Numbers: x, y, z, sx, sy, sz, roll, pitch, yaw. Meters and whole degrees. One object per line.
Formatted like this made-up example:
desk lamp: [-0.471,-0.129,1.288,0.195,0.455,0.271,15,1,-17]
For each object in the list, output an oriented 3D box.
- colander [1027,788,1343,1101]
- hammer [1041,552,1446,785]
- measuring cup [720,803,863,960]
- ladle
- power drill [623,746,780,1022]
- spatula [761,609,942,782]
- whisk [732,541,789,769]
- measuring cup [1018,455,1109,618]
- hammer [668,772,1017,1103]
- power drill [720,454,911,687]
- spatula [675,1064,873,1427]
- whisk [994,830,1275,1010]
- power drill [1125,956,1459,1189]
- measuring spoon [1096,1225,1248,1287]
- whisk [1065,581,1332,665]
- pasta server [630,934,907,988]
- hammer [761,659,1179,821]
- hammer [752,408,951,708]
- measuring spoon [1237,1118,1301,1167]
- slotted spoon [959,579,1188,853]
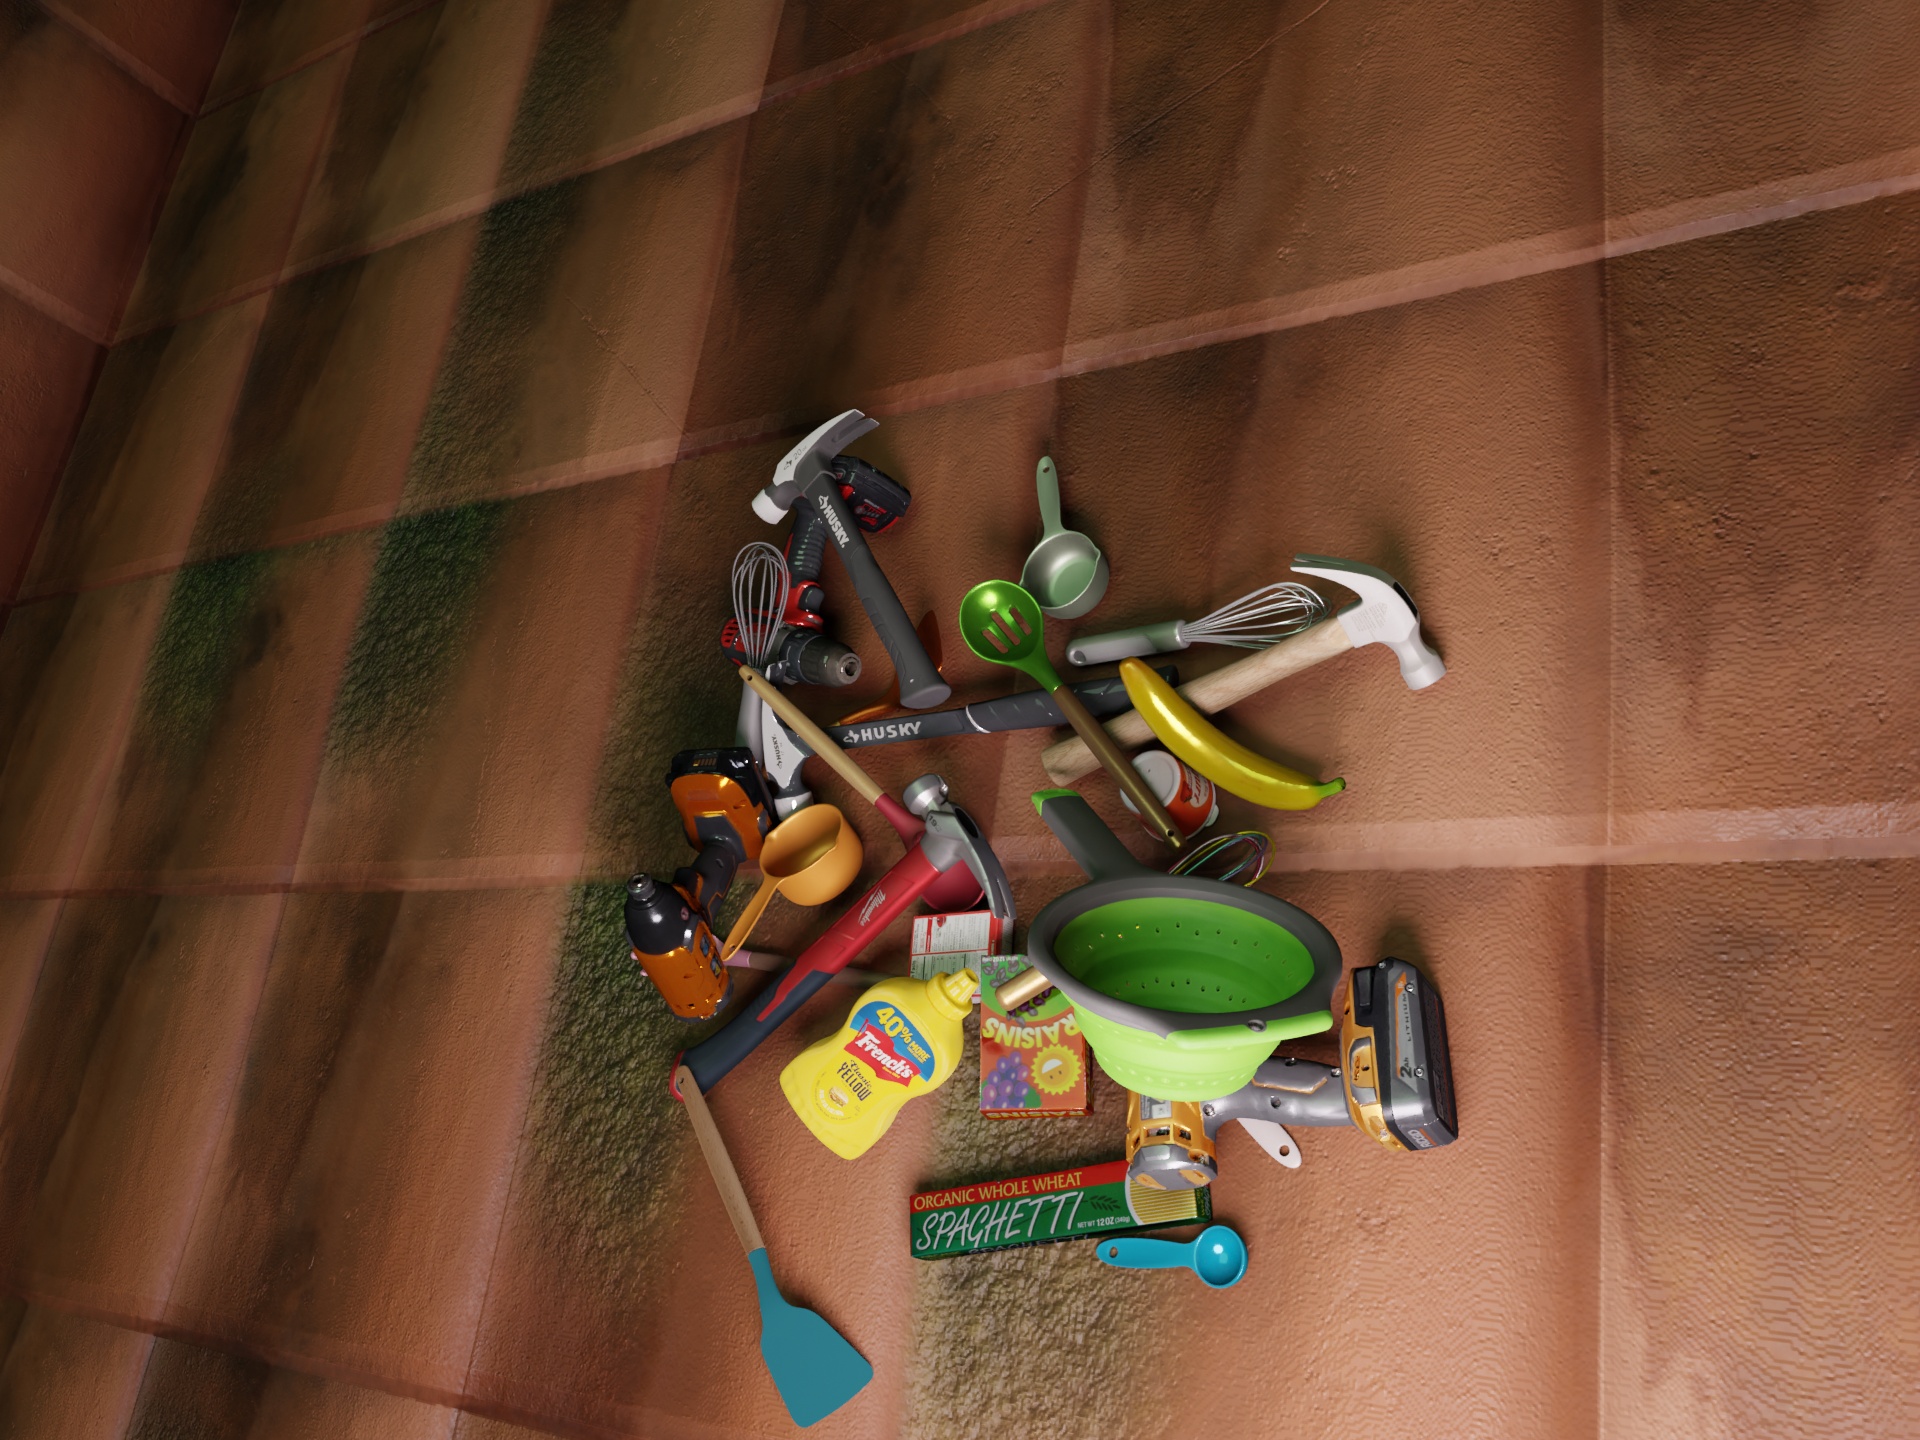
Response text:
colander: [0.124,0.159,1.130,0.397,0.204,0.094,-128,36,-65]
hammer: [0.203,-0.026,1.261,0.331,0.130,0.031,-27,12,29]
measuring cup: [-0.151,0.155,1.412,0.095,0.052,0.174,3,50,43]
ladle: [-0.090,0.053,1.405,0.316,0.031,0.069,43,98,19]
power drill: [-0.234,0.129,1.407,0.084,0.164,0.227,-3,45,15]
spatula: [-0.135,0.010,1.508,0.322,0.041,0.081,-32,42,21]
whisk: [-0.195,-0.049,1.494,0.055,0.055,0.239,15,104,38]
measuring cup: [0.092,-0.165,1.436,0.083,0.038,0.168,-22,56,25]
hammer: [-0.115,0.222,1.363,0.386,0.038,0.143,-45,60,21]
power drill: [-0.132,-0.139,1.544,0.188,0.080,0.227,17,82,47]
spatula: [-0.174,0.423,1.328,0.082,0.044,0.318,-41,55,13]
whisk: [0.134,0.155,1.221,0.245,0.051,0.047,-32,68,3]
power drill: [0.221,0.226,1.122,0.226,0.084,0.186,-15,53,26]
measuring spoon: [0.155,0.386,1.150,0.128,0.021,0.042,-13,63,40]
whisk: [0.192,-0.072,1.318,0.246,0.057,0.059,-9,29,36]
pasta server: [-0.172,0.220,1.437,0.316,0.040,0.060,3,87,34]
hammer: [-0.002,-0.004,1.398,0.409,0.036,0.149,-9,98,26]
hammer: [-0.084,-0.140,1.432,0.146,0.035,0.335,-44,52,21]
measuring spoon: [0.203,0.279,1.160,0.034,0.018,0.124,-50,50,5]
slotted spoon: [0.092,-0.005,1.292,0.070,0.031,0.314,-37,55,2]
